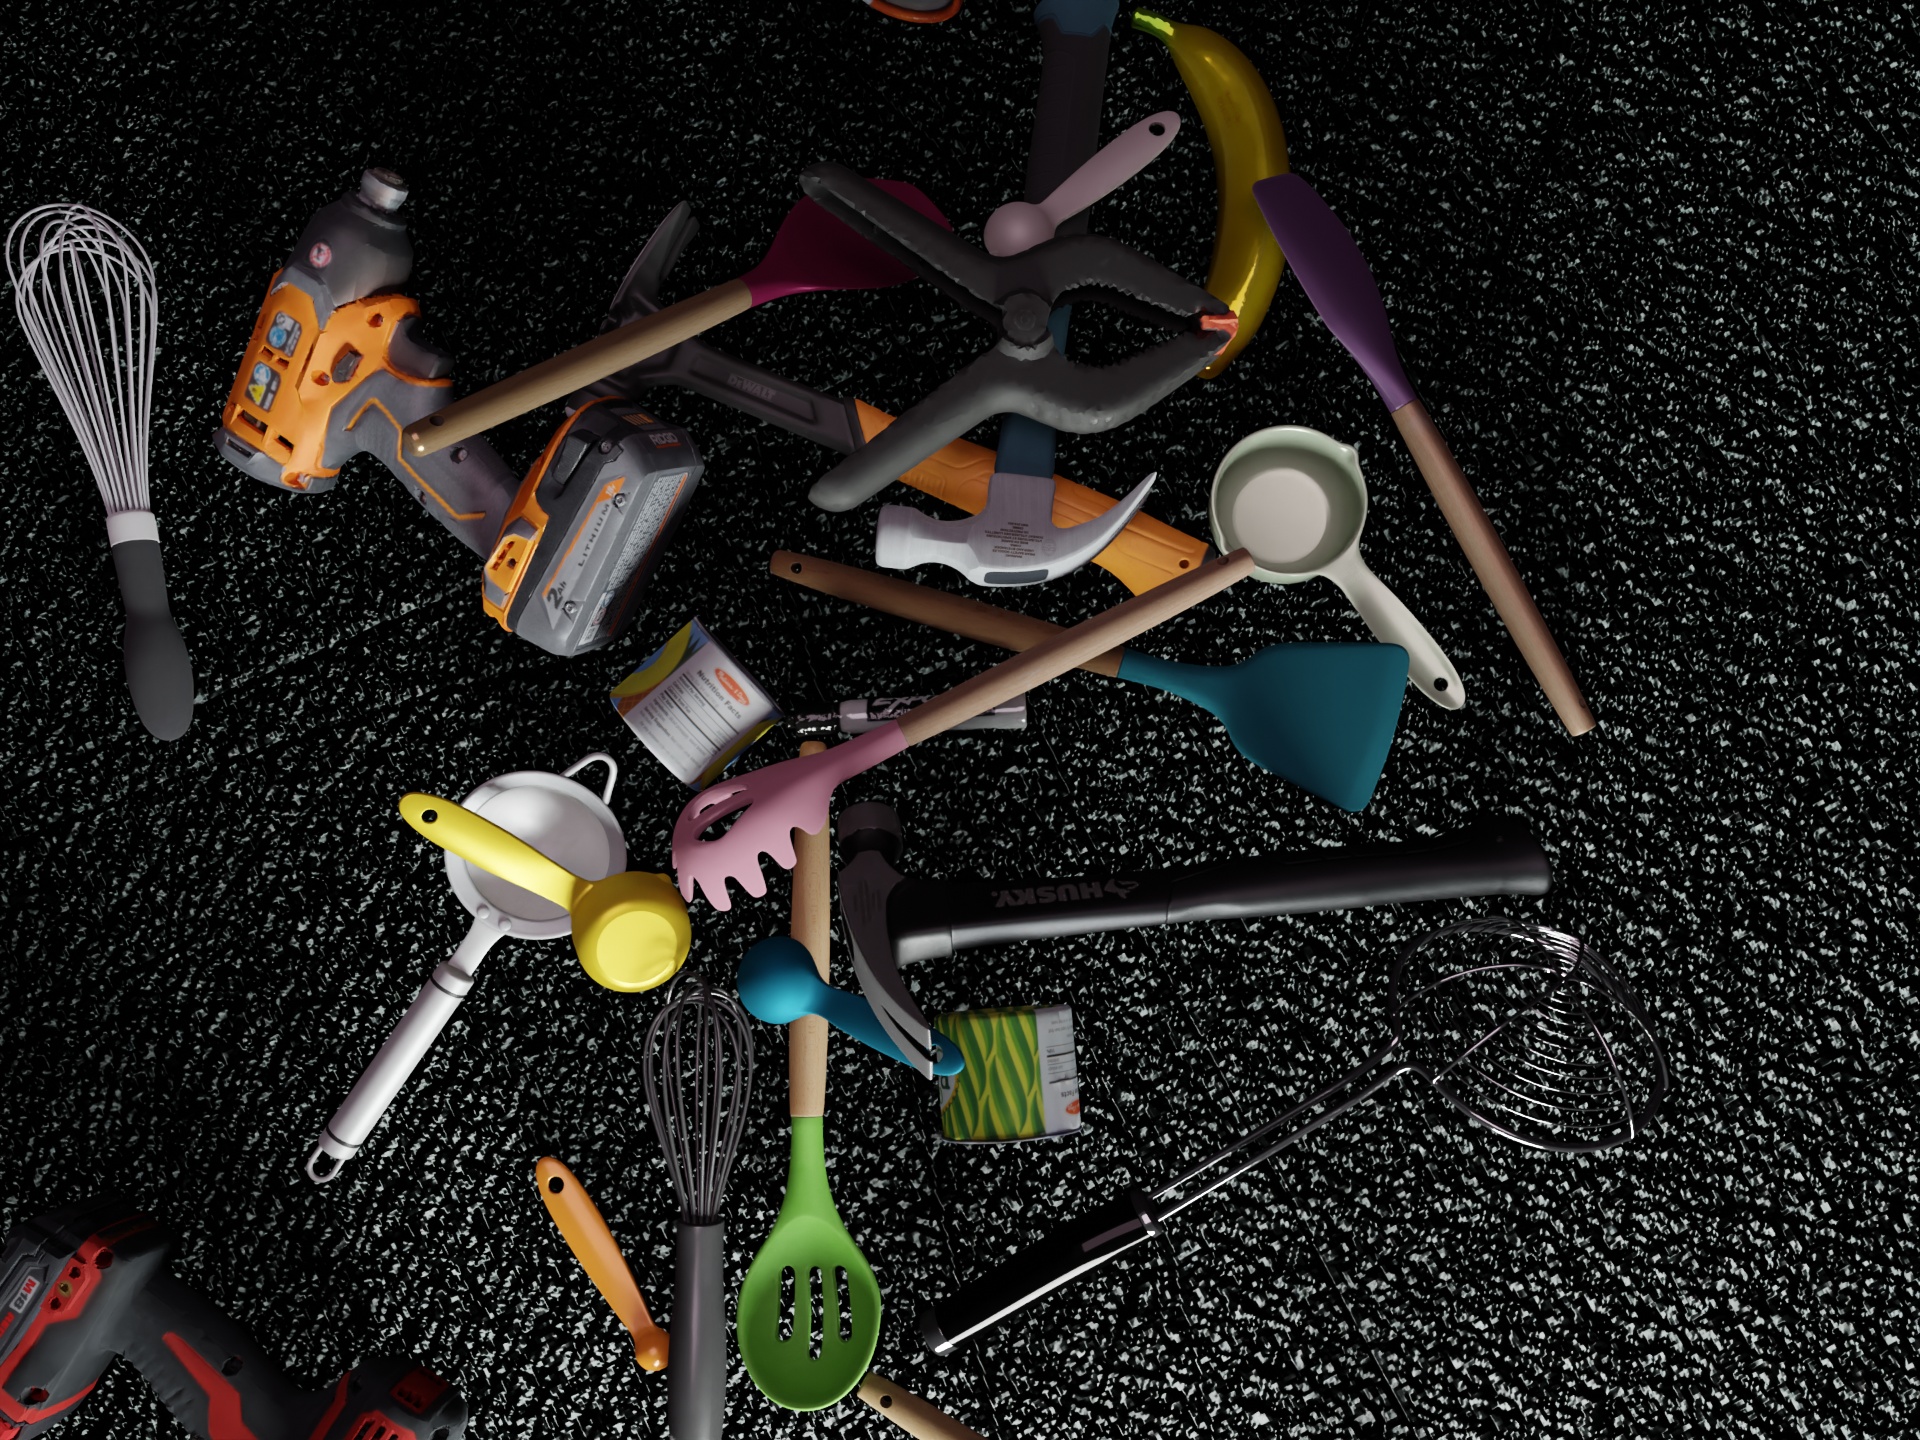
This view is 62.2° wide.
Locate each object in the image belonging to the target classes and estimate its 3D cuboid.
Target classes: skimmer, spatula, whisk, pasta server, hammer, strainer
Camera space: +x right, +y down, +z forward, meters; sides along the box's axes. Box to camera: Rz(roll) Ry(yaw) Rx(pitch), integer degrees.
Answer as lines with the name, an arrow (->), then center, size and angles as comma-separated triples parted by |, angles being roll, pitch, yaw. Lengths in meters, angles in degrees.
skimmer -> 0.150, 0.210, 0.747 | 0.363, 0.090, 0.127 | -33, 47, 9
spatula -> 0.055, -0.038, 0.786 | 0.317, 0.044, 0.082 | 16, 93, 6
whisk -> -0.127, 0.239, 0.758 | 0.055, 0.055, 0.239 | 0, 87, 3
pasta server -> -0.001, -0.002, 0.761 | 0.316, 0.040, 0.060 | -27, 52, -1
spatula -> 0.234, -0.134, 0.790 | 0.060, 0.018, 0.316 | -26, 87, -38
hammer -> -0.026, -0.145, 0.809 | 0.337, 0.034, 0.127 | 24, 85, 5
hammer -> 0.112, 0.084, 0.745 | 0.334, 0.035, 0.146 | -5, 41, -4
strainer -> -0.246, 0.119, 0.780 | 0.086, 0.050, 0.258 | 35, 91, -13
whisk -> -0.430, -0.129, 0.817 | 0.070, 0.070, 0.284 | -13, 87, 1
hammer -> 0.042, -0.224, 0.794 | 0.128, 0.033, 0.331 | 8, 75, -1

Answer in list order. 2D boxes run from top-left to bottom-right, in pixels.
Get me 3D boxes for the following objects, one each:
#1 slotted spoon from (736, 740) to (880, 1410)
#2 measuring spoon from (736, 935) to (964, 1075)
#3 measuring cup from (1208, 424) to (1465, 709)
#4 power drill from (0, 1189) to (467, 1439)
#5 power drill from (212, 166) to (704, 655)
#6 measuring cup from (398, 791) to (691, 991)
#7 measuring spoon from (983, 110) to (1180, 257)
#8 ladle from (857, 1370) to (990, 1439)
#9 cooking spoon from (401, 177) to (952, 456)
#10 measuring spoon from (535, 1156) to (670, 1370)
slotted spoon -> -0.072, 0.166, 0.773 | 0.070, 0.031, 0.314 | -2, 80, 9
measuring spoon -> -0.055, 0.136, 0.742 | 0.129, 0.021, 0.042 | 19, 88, 28
measuring cup -> 0.189, -0.070, 0.788 | 0.083, 0.038, 0.167 | -38, 84, -3
power drill -> -0.367, 0.348, 0.739 | 0.227, 0.080, 0.188 | 31, 85, 3
power drill -> -0.244, -0.151, 0.775 | 0.226, 0.084, 0.164 | 32, 109, 7
measuring cup -> -0.194, 0.079, 0.748 | 0.156, 0.029, 0.062 | 35, 94, -28
measuring spoon -> 0.062, -0.266, 0.780 | 0.124, 0.018, 0.034 | -40, 79, -12
ladle -> 0.091, 0.389, 0.722 | 0.320, 0.062, 0.078 | 29, 82, 9
cooking spoon -> -0.124, -0.194, 0.756 | 0.319, 0.017, 0.069 | -35, 80, -33
measuring spoon -> -0.174, 0.263, 0.771 | 0.021, 0.011, 0.117 | -33, 82, -2
